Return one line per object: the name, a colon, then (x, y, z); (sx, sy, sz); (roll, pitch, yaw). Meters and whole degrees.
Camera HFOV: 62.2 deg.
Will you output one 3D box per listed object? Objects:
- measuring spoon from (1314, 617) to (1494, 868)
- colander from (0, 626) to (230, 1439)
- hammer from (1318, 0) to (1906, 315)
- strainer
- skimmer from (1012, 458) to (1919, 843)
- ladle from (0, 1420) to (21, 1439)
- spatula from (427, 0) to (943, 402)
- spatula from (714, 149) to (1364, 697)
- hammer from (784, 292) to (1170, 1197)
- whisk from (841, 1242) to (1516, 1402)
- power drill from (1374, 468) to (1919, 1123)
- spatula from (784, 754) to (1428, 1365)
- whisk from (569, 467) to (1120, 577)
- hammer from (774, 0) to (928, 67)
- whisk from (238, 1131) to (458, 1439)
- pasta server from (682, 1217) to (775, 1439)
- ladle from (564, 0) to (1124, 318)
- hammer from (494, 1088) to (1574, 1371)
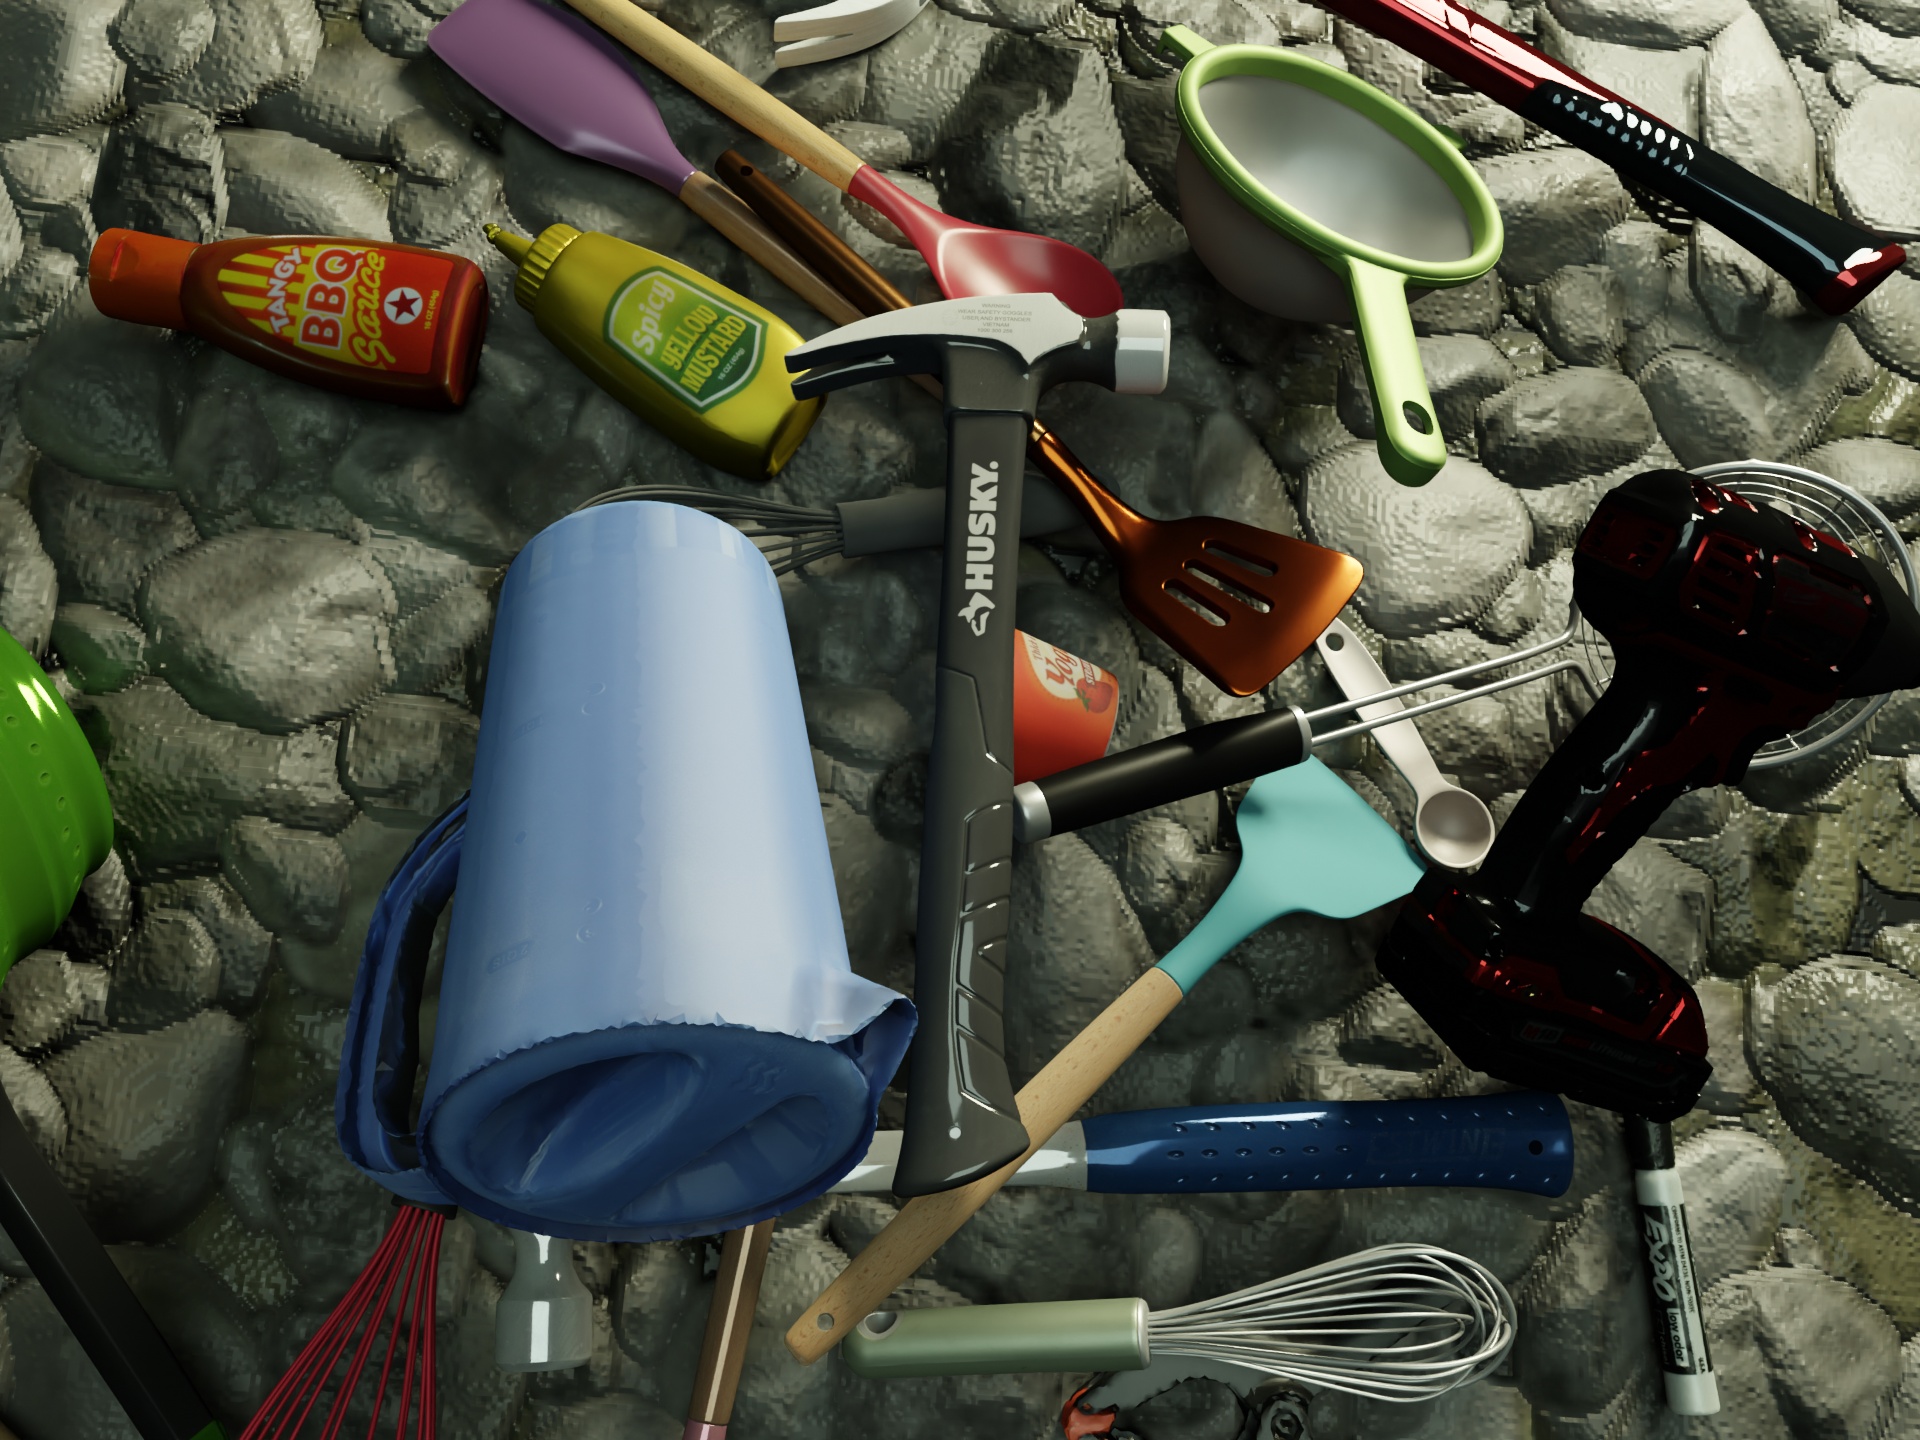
measuring spoon: (0.181, 0.008, 0.672); (0.034, 0.018, 0.124); (-25, 75, -15)
colander: (-0.334, 0.096, 0.572); (0.094, 0.204, 0.397); (-36, 101, -44)
hammer: (0.248, -0.298, 0.712); (0.386, 0.038, 0.143); (27, 53, -4)
strainer: (0.148, -0.172, 0.642); (0.151, 0.069, 0.257); (13, 50, -17)
skimmer: (0.196, -0.009, 0.614); (0.363, 0.090, 0.127); (-15, 98, -17)
ladle: (-0.334, 0.273, 0.559); (0.320, 0.062, 0.078); (39, 80, 6)
spatula: (-0.096, -0.218, 0.689); (0.316, 0.018, 0.060); (39, 70, 4)
spatula: (0.016, -0.133, 0.645); (0.323, 0.041, 0.081); (43, 70, 9)
hammer: (-0.001, -0.002, 0.573); (0.146, 0.035, 0.335); (2, 73, 3)
whisk: (0.075, 0.224, 0.581); (0.246, 0.058, 0.059); (-7, 105, 12)
power drill: (0.260, 0.030, 0.586); (0.143, 0.079, 0.219); (18, 105, -18)
spatula: (0.058, 0.119, 0.588); (0.317, 0.044, 0.082); (-39, 76, -22)
whisk: (-0.048, -0.080, 0.655); (0.239, 0.055, 0.055); (-9, 80, -11)
hammer: (-0.164, -0.387, 0.709); (0.331, 0.033, 0.128); (18, 77, -1)
whisk: (-0.199, 0.194, 0.565); (0.073, 0.073, 0.296); (14, 65, -2)
pasta server: (-0.089, 0.234, 0.601); (0.060, 0.040, 0.316); (12, 75, -2)
ladle: (-0.066, -0.250, 0.693); (0.315, 0.031, 0.069); (35, 59, 5)
hammer: (0.035, 0.159, 0.603); (0.405, 0.035, 0.144); (1, 75, -9)
